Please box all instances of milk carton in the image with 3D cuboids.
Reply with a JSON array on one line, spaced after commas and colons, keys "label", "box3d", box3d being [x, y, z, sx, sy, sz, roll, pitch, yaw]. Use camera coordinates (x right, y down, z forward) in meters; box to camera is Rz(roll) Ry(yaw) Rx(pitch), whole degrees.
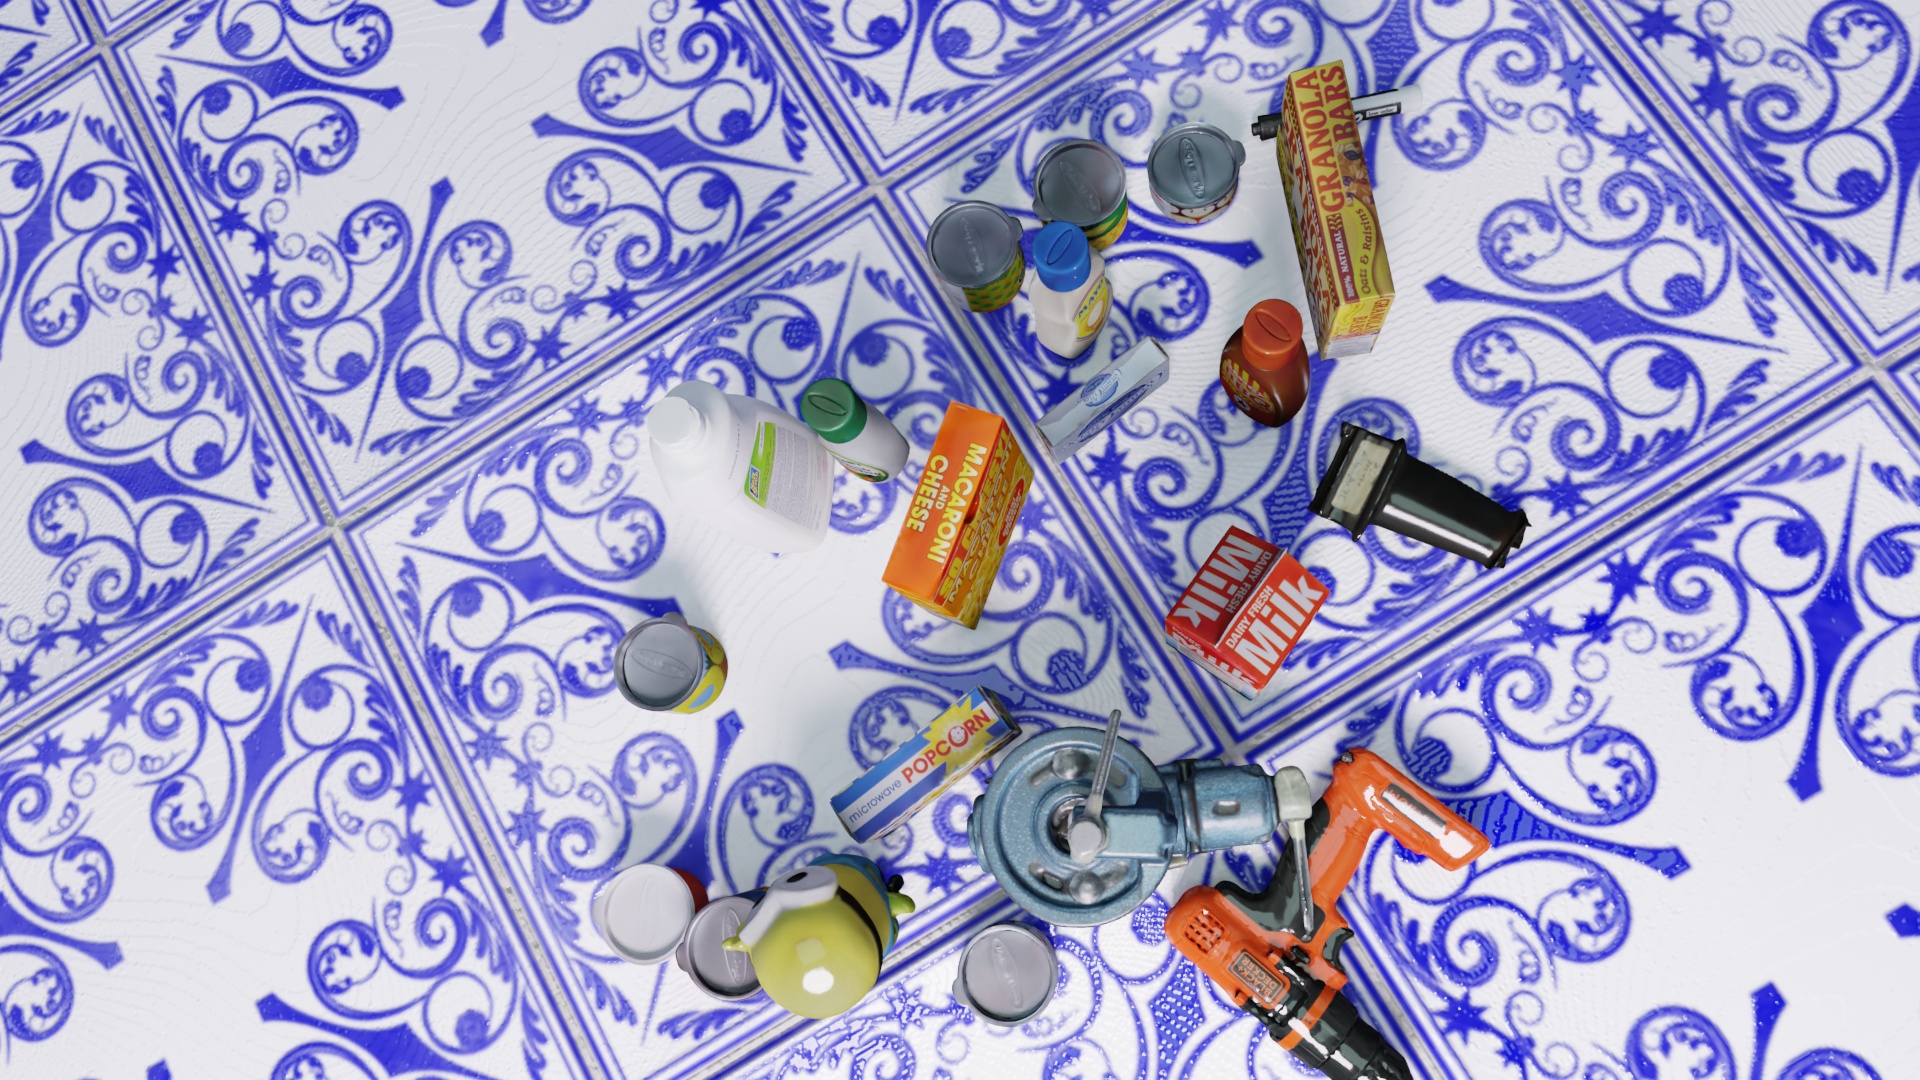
[{"label": "milk carton", "box3d": [0.178, 0.047, 0.874, 0.073, 0.190, 0.072, 35, 87, 13]}]

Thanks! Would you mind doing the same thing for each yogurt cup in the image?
[{"label": "yogurt cup", "box3d": [-0.210, 0.258, 0.966, 0.072, 0.054, 0.072, -2, 80, 9]}]

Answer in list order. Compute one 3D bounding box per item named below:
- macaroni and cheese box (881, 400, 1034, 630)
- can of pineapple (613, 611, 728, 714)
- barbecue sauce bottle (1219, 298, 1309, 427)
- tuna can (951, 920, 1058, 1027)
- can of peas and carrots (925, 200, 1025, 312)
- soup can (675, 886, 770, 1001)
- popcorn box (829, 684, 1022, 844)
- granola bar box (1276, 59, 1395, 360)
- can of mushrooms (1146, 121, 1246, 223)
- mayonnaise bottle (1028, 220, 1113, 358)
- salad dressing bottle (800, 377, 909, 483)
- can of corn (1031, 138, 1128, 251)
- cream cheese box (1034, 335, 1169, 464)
[{"label": "macaroni and cheese box", "box3d": [0.003, -0.012, 0.924, 0.040, 0.166, 0.124, 20, 84, 12]}, {"label": "can of pineapple", "box3d": [-0.205, 0.089, 0.994, 0.071, 0.058, 0.071, -2, 80, 9]}, {"label": "barbecue sauce bottle", "box3d": [0.203, -0.120, 0.922, 0.043, 0.148, 0.065, -45, 77, 0]}, {"label": "tuna can", "box3d": [0.030, 0.291, 0.934, 0.071, 0.033, 0.071, -1, 80, 9]}, {"label": "can of peas and carrots", "box3d": [0.014, -0.207, 1.013, 0.071, 0.058, 0.071, -2, 80, 9]}, {"label": "soup can", "box3d": [-0.144, 0.271, 0.939, 0.071, 0.083, 0.071, -2, 80, 9]}, {"label": "popcorn box", "box3d": [-0.021, 0.152, 0.940, 0.127, 0.085, 0.038, -38, 77, 1]}, {"label": "granola bar box", "box3d": [0.251, -0.219, 0.944, 0.039, 0.124, 0.166, -10, 79, 7]}, {"label": "can of mushrooms", "box3d": [0.172, -0.268, 1.012, 0.071, 0.033, 0.071, -1, 80, 9]}, {"label": "mayonnaise bottle", "box3d": [0.074, -0.174, 0.952, 0.041, 0.148, 0.065, 33, 87, 13]}, {"label": "salad dressing bottle", "box3d": [-0.074, -0.076, 0.957, 0.064, 0.147, 0.044, 25, 85, 12]}, {"label": "can of corn", "box3d": [0.086, -0.247, 1.009, 0.071, 0.058, 0.071, -2, 80, 9]}, {"label": "cream cheese box", "box3d": [0.101, -0.099, 0.983, 0.104, 0.053, 0.024, -38, 77, 1]}]
